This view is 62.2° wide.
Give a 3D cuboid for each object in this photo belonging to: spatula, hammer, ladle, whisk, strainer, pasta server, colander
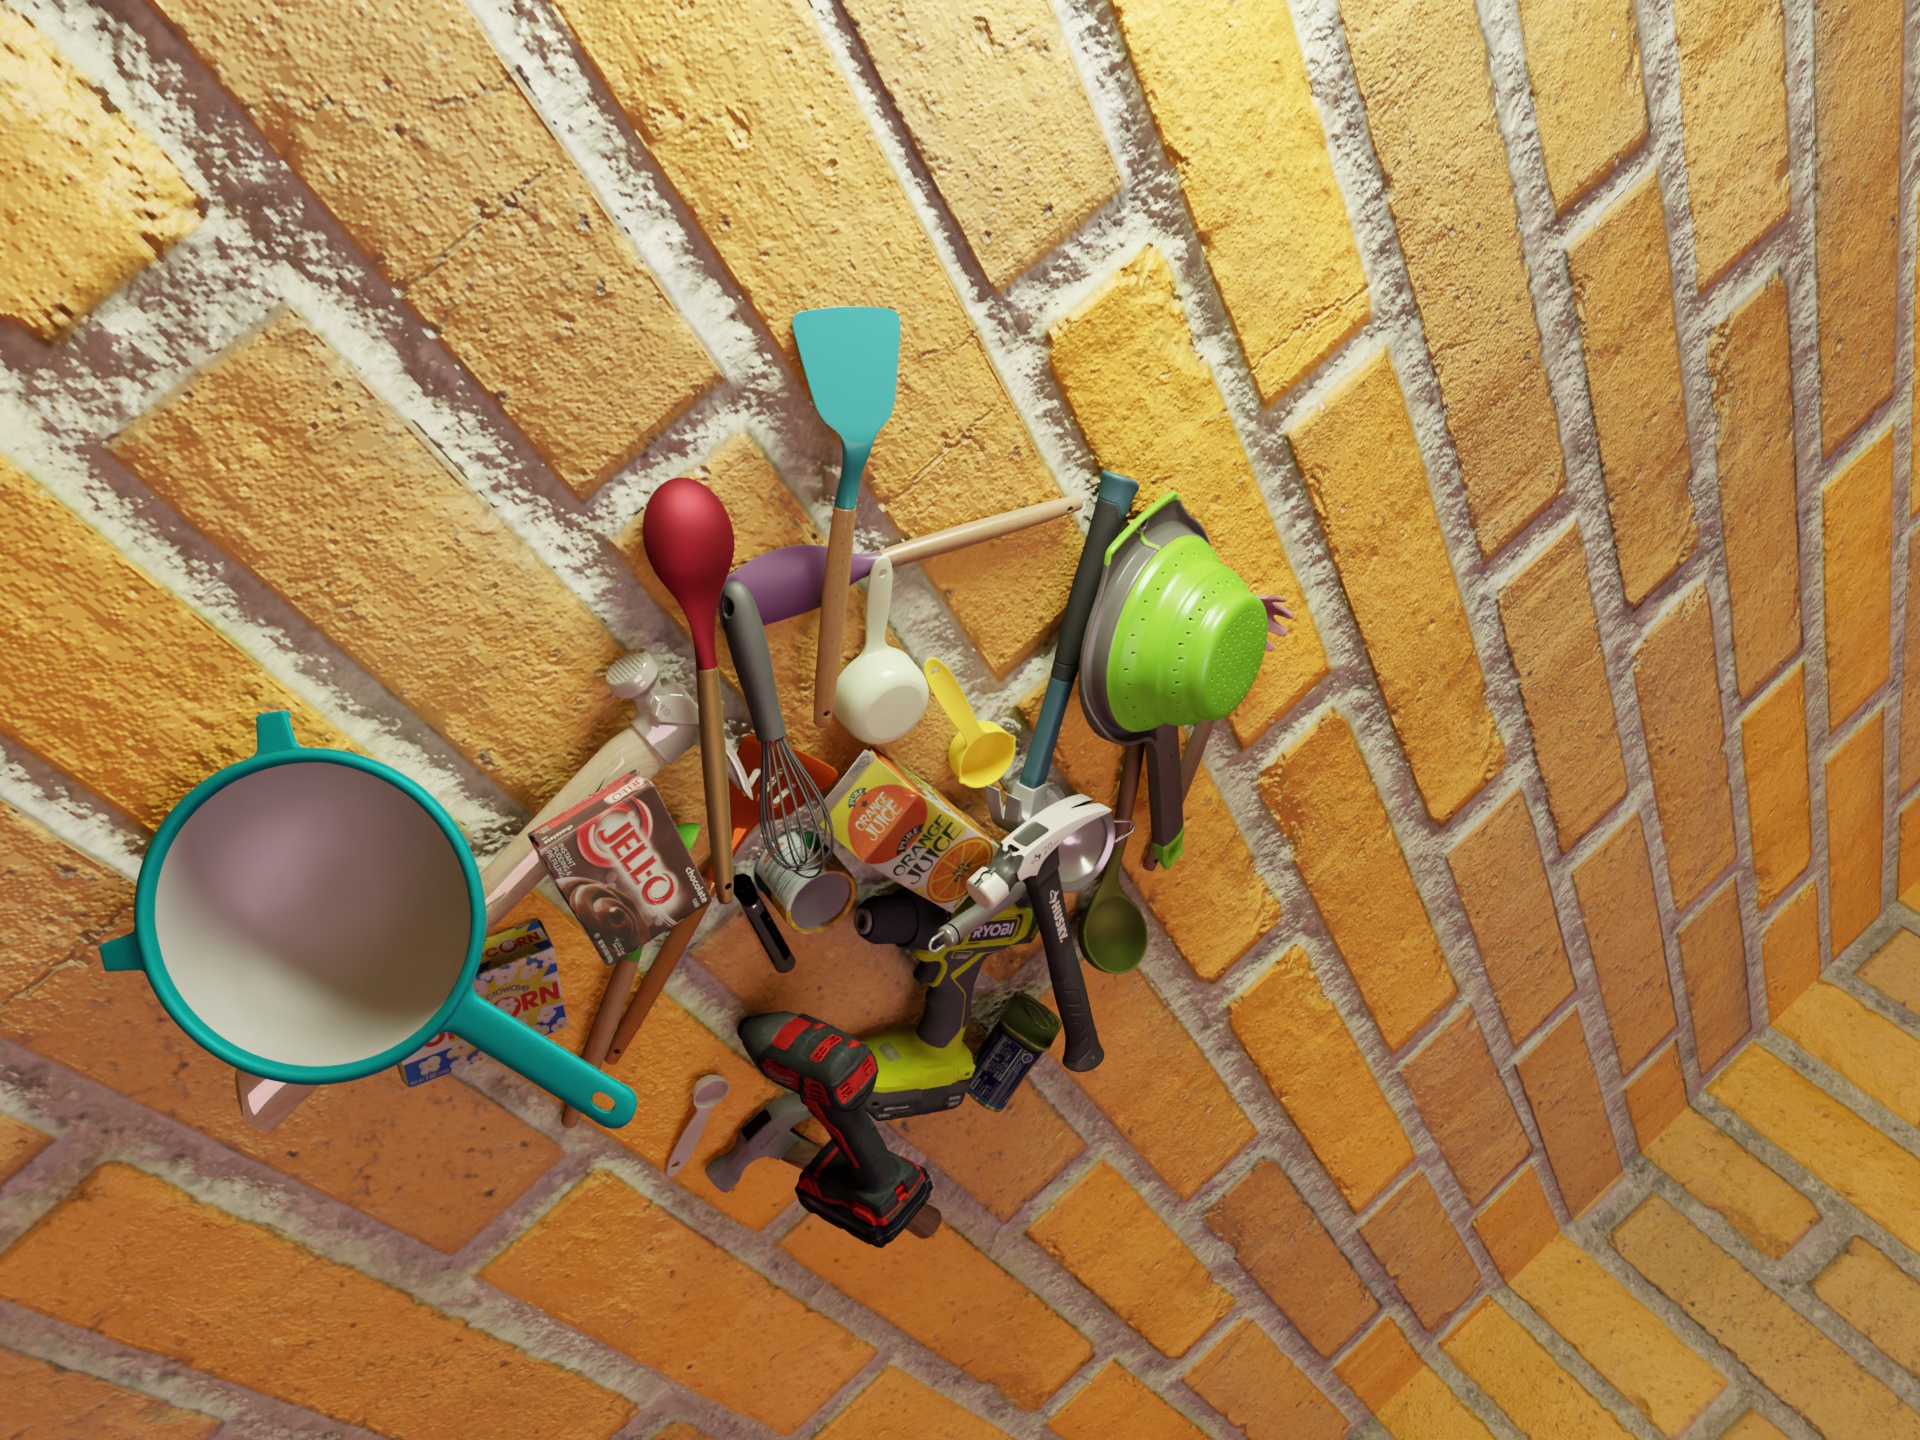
[{"bbox_3d":[-0.207,0.149,1.261,0.081,0.041,0.322,25,105,-22],"label":"spatula"},{"bbox_3d":[0.095,0.209,1.440,0.146,0.035,0.334,-40,138,-25],"label":"hammer"},{"bbox_3d":[-0.179,-0.013,1.121,0.069,0.031,0.315,-17,116,-36],"label":"ladle"},{"bbox_3d":[-0.089,-0.136,1.146,0.082,0.044,0.317,-11,126,-30],"label":"spatula"},{"bbox_3d":[-0.331,0.135,1.121,0.410,0.038,0.146,-44,126,-10],"label":"hammer"},{"bbox_3d":[-0.138,0.010,1.169,0.055,0.055,0.238,-23,115,-24],"label":"whisk"},{"bbox_3d":[-0.039,-0.130,1.209,0.316,0.018,0.059,-19,128,-26],"label":"spatula"},{"bbox_3d":[0.161,0.102,1.505,0.078,0.062,0.320,-14,125,-33],"label":"ladle"},{"bbox_3d":[-0.108,0.448,1.562,0.130,0.031,0.331,-45,137,-2],"label":"hammer"},{"bbox_3d":[-0.352,0.154,1.030,0.340,0.095,0.211,35,91,-8],"label":"strainer"},{"bbox_3d":[0.233,0.016,1.511,0.060,0.040,0.316,2,120,-29],"label":"pasta server"},{"bbox_3d":[0.090,-0.050,1.337,0.128,0.033,0.331,-25,134,-60],"label":"hammer"},{"bbox_3d":[0.205,-0.003,1.391,0.204,0.095,0.396,-43,140,-33],"label":"colander"},{"bbox_3d":[0.059,0.140,1.415,0.258,0.050,0.086,-30,127,-40],"label":"strainer"}]

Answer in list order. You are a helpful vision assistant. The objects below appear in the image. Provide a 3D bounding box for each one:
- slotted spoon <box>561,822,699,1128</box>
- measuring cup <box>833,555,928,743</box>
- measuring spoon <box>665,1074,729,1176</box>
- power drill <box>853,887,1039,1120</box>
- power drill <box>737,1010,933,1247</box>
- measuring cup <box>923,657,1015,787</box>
[{"bbox_3d":[-0.269,0.207,1.256,0.031,0.070,0.313,19,116,-11],"label":"slotted spoon"},{"bbox_3d":[-0.057,-0.050,1.227,0.083,0.038,0.167,-19,136,-26],"label":"measuring cup"},{"bbox_3d":[-0.239,0.358,1.411,0.034,0.018,0.124,3,125,-41],"label":"measuring spoon"},{"bbox_3d":[-0.036,0.244,1.440,0.190,0.080,0.228,1,116,-40],"label":"power drill"},{"bbox_3d":[-0.115,0.345,1.383,0.078,0.143,0.219,-43,130,-34],"label":"power drill"},{"bbox_3d":[-0.002,-0.004,1.323,0.062,0.029,0.156,-39,133,-9],"label":"measuring cup"}]
